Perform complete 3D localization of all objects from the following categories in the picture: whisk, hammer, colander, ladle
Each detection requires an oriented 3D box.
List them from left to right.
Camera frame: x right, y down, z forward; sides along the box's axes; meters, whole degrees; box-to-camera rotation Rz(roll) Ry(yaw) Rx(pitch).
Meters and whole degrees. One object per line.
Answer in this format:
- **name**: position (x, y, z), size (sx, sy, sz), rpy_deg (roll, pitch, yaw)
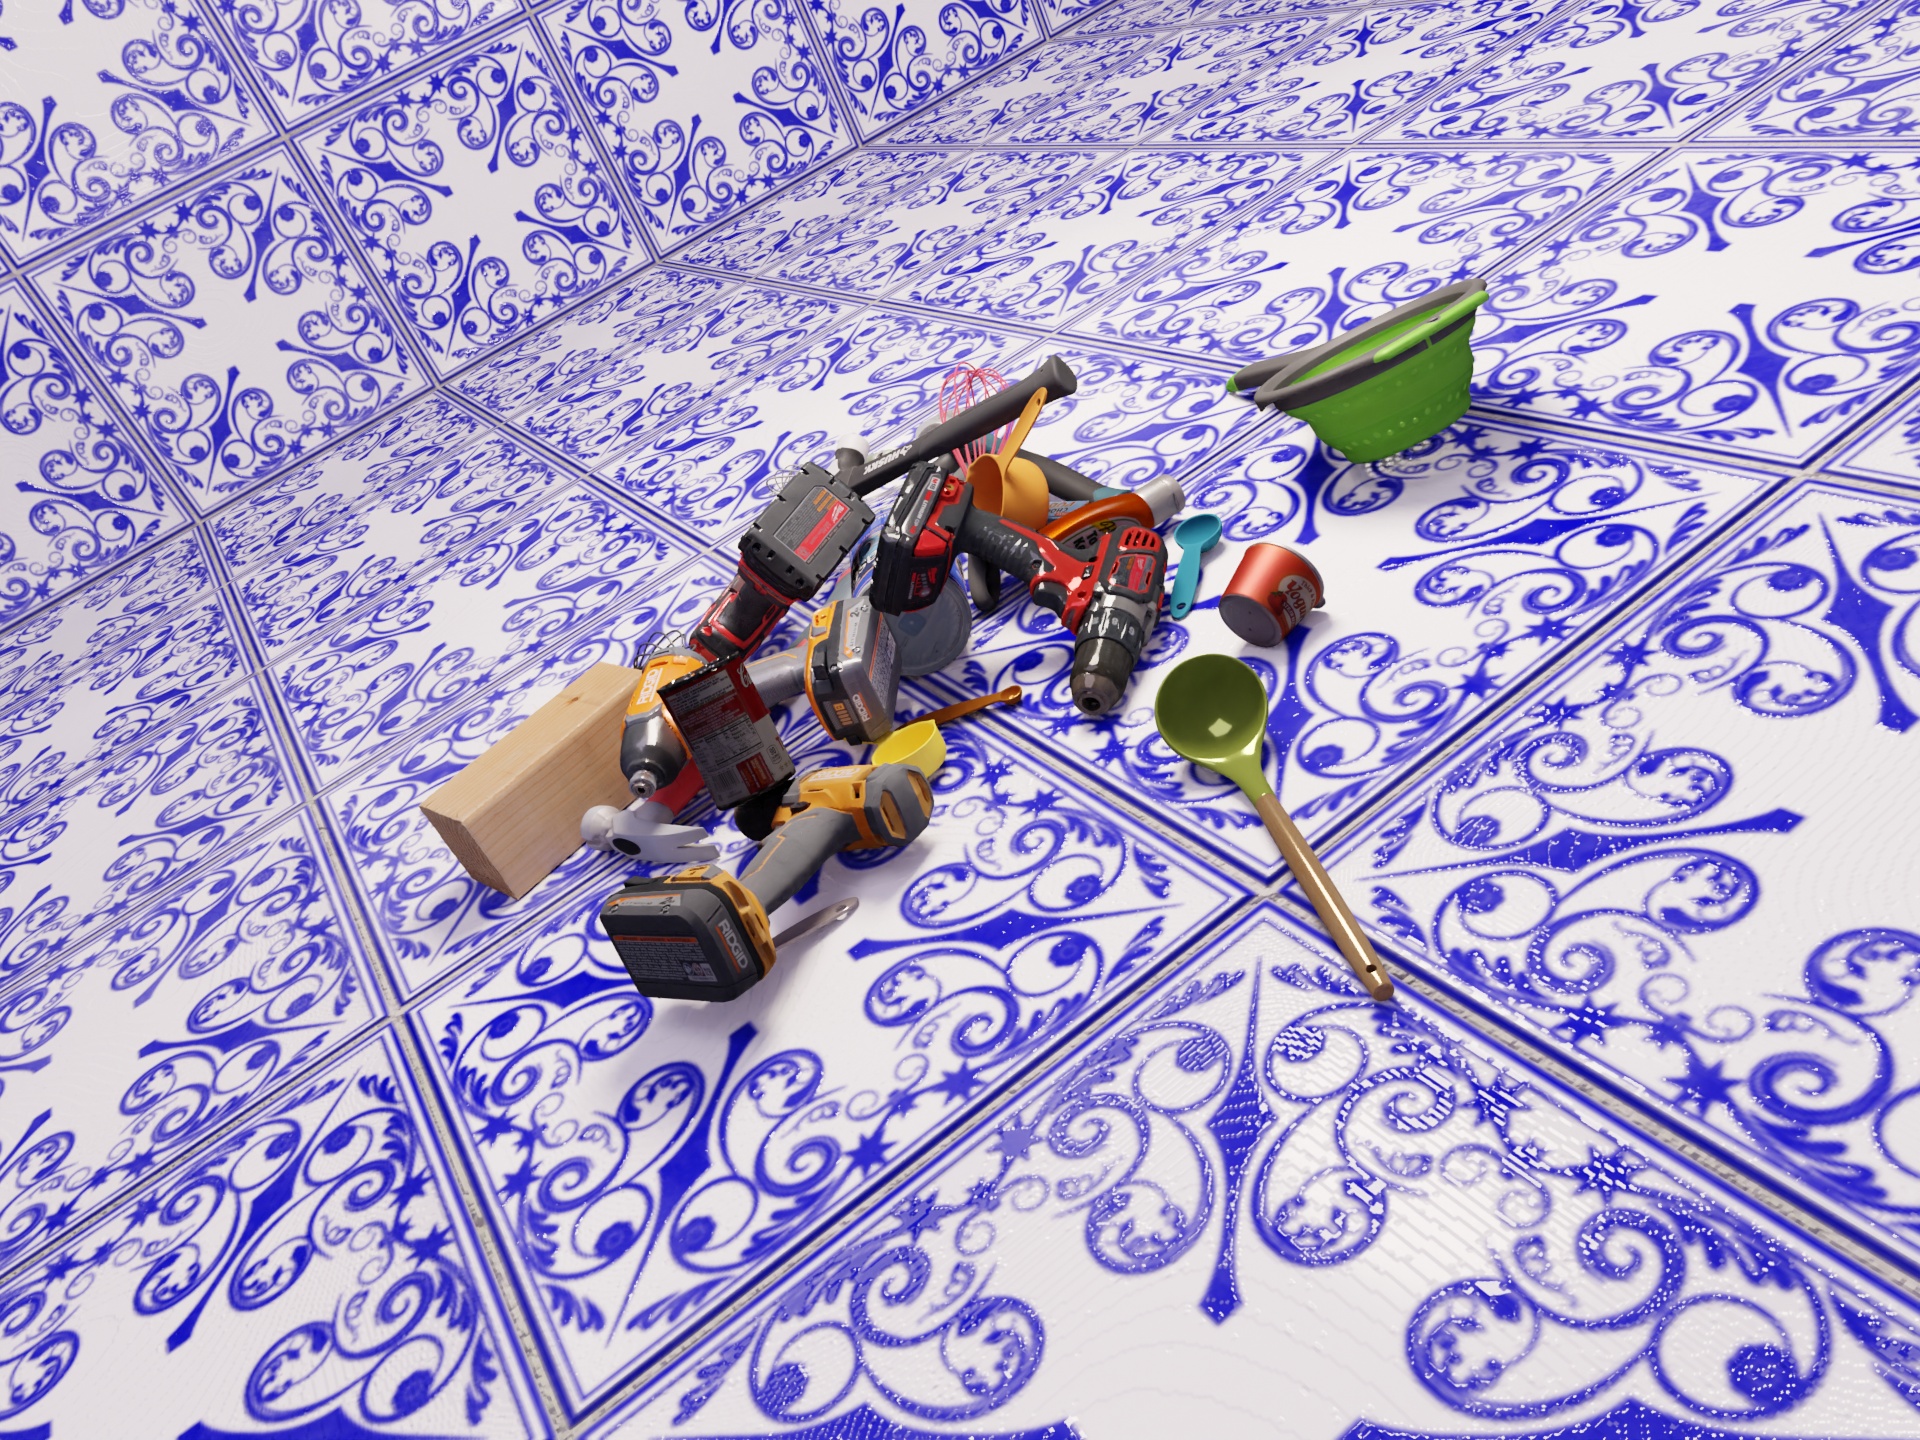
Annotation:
- **whisk**: position (-0.300, -0.042, 1.475), size (0.055, 0.055, 0.239), rpy_deg (-44, 14, -28)
- **hammer**: position (-0.164, -0.018, 1.397), size (0.143, 0.038, 0.386), rpy_deg (2, 40, 37)
- **whisk**: position (-0.135, -0.259, 1.699), size (0.246, 0.059, 0.058), rpy_deg (-2, 65, 54)
- **whisk**: position (-0.071, -0.227, 1.639), size (0.070, 0.070, 0.284), rpy_deg (11, 41, 47)
- **hammer**: position (-0.022, -0.250, 1.452), size (0.335, 0.035, 0.146), rpy_deg (-18, 46, 45)
- **whisk**: position (0.019, -0.223, 1.481), size (0.073, 0.073, 0.296), rpy_deg (-15, 55, 19)
- **hammer**: position (0.064, -0.253, 1.562), size (0.128, 0.033, 0.331), rpy_deg (-24, 33, -22)
- **ladle**: position (0.195, 0.057, 0.987), size (0.078, 0.062, 0.320), rpy_deg (-26, 32, 4)
- **colander**: position (0.338, -0.287, 1.404), size (0.204, 0.094, 0.397), rpy_deg (-31, 12, -8)

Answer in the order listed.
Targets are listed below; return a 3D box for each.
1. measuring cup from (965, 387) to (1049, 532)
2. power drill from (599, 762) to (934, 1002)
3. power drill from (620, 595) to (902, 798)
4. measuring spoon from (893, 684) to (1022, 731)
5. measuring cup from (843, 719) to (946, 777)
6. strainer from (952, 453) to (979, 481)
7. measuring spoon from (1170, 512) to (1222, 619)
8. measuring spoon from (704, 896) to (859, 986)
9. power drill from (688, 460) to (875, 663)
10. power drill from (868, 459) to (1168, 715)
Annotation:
- **measuring cup**: position (0.056, -0.213, 1.358), size (0.052, 0.173, 0.095), rpy_deg (4, 49, -26)
- **power drill**: position (-0.149, 0.105, 1.138), size (0.185, 0.084, 0.226), rpy_deg (-6, 24, 44)
- **power drill**: position (-0.169, -0.012, 1.287), size (0.226, 0.084, 0.164), rpy_deg (-14, 35, 14)
- **measuring spoon**: position (-0.002, -0.004, 1.282), size (0.117, 0.011, 0.021), rpy_deg (-19, 31, 20)
- **measuring cup**: position (-0.060, 0.024, 1.275), size (0.062, 0.029, 0.157), rpy_deg (-38, 20, -19)
- **strainer**: position (-0.025, -0.213, 1.596), size (0.087, 0.050, 0.258), rpy_deg (2, 34, 30)
- **measuring spoon**: position (0.193, -0.123, 1.316), size (0.042, 0.021, 0.129), rpy_deg (-7, 44, 28)
- **measuring spoon**: position (-0.122, 0.160, 1.114), size (0.124, 0.018, 0.034), rpy_deg (-29, 21, -19)
- **power drill**: position (-0.165, -0.135, 1.438), size (0.143, 0.078, 0.219), rpy_deg (-55, 8, -30)
- **power drill**: position (0.045, -0.102, 1.252), size (0.226, 0.080, 0.188), rpy_deg (17, 48, 3)
